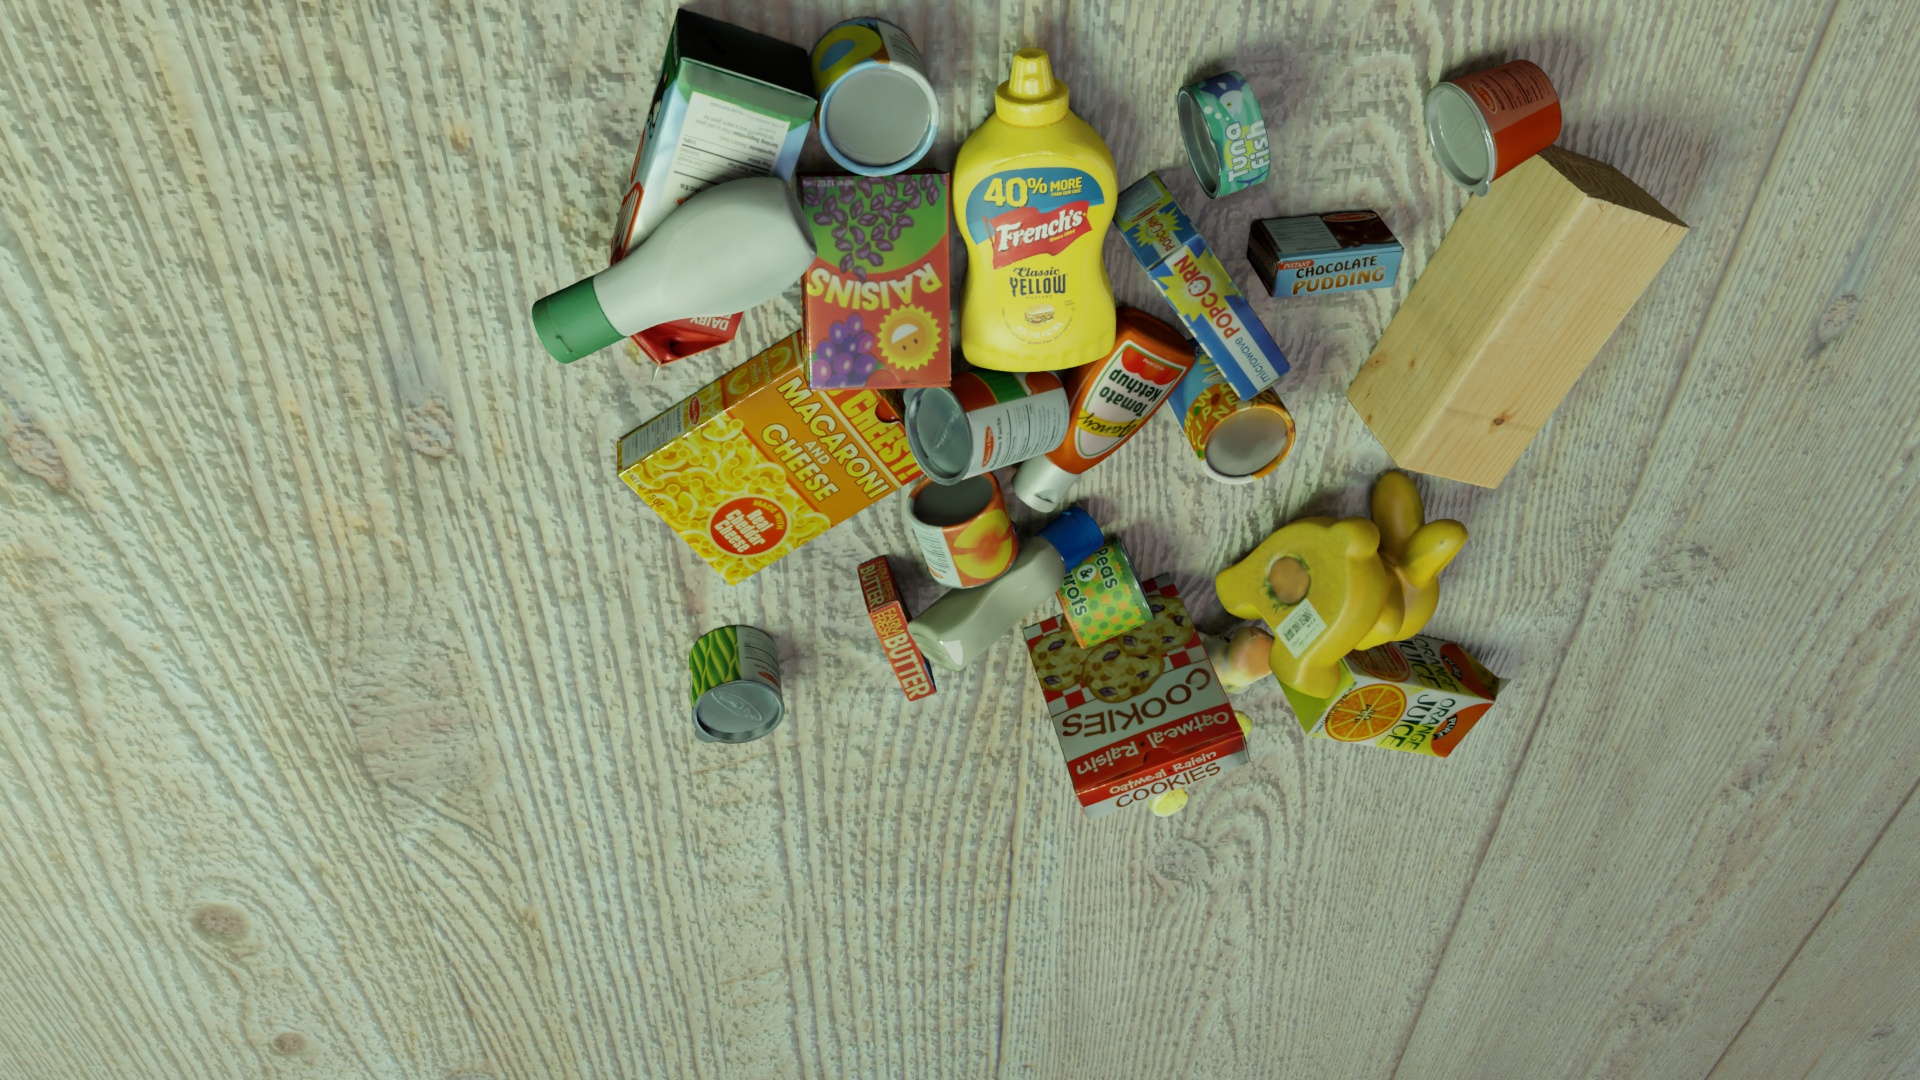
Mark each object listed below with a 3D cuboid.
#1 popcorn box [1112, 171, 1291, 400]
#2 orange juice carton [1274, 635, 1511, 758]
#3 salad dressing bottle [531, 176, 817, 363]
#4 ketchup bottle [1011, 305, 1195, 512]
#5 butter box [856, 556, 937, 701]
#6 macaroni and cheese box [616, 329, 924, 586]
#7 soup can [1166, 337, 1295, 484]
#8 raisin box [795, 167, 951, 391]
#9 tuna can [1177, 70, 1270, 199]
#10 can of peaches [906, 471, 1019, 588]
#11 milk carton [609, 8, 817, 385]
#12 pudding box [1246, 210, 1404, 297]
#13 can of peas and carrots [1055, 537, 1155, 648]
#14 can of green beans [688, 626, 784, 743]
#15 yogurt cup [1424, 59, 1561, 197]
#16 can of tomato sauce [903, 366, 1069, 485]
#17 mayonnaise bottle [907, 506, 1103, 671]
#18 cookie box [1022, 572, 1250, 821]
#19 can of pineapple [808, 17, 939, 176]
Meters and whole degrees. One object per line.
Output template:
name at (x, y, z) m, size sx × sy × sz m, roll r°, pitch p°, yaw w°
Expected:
popcorn box at (0.146, -0.154, 0.849) m, size 0.038 × 0.085 × 0.126 m, roll -35°, pitch 129°, yaw 15°
orange juice carton at (0.367, 0.125, 1.155) m, size 0.193 × 0.073 × 0.071 m, roll 12°, pitch 126°, yaw -24°
salad dressing bottle at (-0.149, -0.137, 0.720) m, size 0.147 × 0.044 × 0.064 m, roll -23°, pitch 131°, yaw 8°
ketchup bottle at (0.088, -0.083, 0.924) m, size 0.065 × 0.044 × 0.148 m, roll 21°, pitch 122°, yaw -27°
butter box at (-0.046, 0.065, 1.011) m, size 0.024 × 0.053 × 0.103 m, roll -20°, pitch 132°, yaw 1°
macaroni and cheese box at (-0.116, -0.055, 0.898) m, size 0.166 × 0.040 × 0.123 m, roll -30°, pitch 131°, yaw 11°
soup can at (0.177, -0.089, 0.914) m, size 0.071 × 0.084 × 0.071 m, roll -7°, pitch 131°, yaw -8°
raisin box at (-0.050, -0.151, 0.805) m, size 0.086 × 0.040 × 0.123 m, roll -4°, pitch 109°, yaw -12°
tuna can at (0.151, -0.231, 0.794) m, size 0.033 × 0.071 × 0.070 m, roll -19°, pitch 132°, yaw 1°
can of peaches at (0.003, -0.012, 0.950) m, size 0.071 × 0.071 × 0.057 m, roll -19°, pitch 131°, yaw 2°
milk carton at (-0.145, -0.180, 0.763) m, size 0.073 × 0.073 × 0.189 m, roll 12°, pitch 125°, yaw -22°
pudding box at (0.229, -0.180, 0.872) m, size 0.084 × 0.050 × 0.030 m, roll -7°, pitch 133°, yaw -8°
can of peas and carrots at (0.103, 0.038, 1.016) m, size 0.058 × 0.071 × 0.070 m, roll -24°, pitch 131°, yaw 8°
can of green beans at (-0.164, 0.105, 1.012) m, size 0.071 × 0.058 × 0.071 m, roll -7°, pitch 131°, yaw -8°
yogurt cup at (0.318, -0.250, 0.827) m, size 0.054 × 0.073 × 0.072 m, roll -25°, pitch 132°, yaw -3°
can of tomato sauce at (0.016, -0.078, 0.877) m, size 0.083 × 0.071 × 0.070 m, roll -19°, pitch 139°, yaw -36°
mayonnaise bottle at (0.035, 0.032, 0.973) m, size 0.148 × 0.065 × 0.041 m, roll -37°, pitch 111°, yaw -17°
cookie box at (0.125, 0.111, 1.016) m, size 0.123 × 0.168 × 0.040 m, roll -21°, pitch 131°, yaw 4°
can of pineapple at (-0.049, -0.237, 0.747) m, size 0.071 × 0.058 × 0.070 m, roll -7°, pitch 132°, yaw -8°
